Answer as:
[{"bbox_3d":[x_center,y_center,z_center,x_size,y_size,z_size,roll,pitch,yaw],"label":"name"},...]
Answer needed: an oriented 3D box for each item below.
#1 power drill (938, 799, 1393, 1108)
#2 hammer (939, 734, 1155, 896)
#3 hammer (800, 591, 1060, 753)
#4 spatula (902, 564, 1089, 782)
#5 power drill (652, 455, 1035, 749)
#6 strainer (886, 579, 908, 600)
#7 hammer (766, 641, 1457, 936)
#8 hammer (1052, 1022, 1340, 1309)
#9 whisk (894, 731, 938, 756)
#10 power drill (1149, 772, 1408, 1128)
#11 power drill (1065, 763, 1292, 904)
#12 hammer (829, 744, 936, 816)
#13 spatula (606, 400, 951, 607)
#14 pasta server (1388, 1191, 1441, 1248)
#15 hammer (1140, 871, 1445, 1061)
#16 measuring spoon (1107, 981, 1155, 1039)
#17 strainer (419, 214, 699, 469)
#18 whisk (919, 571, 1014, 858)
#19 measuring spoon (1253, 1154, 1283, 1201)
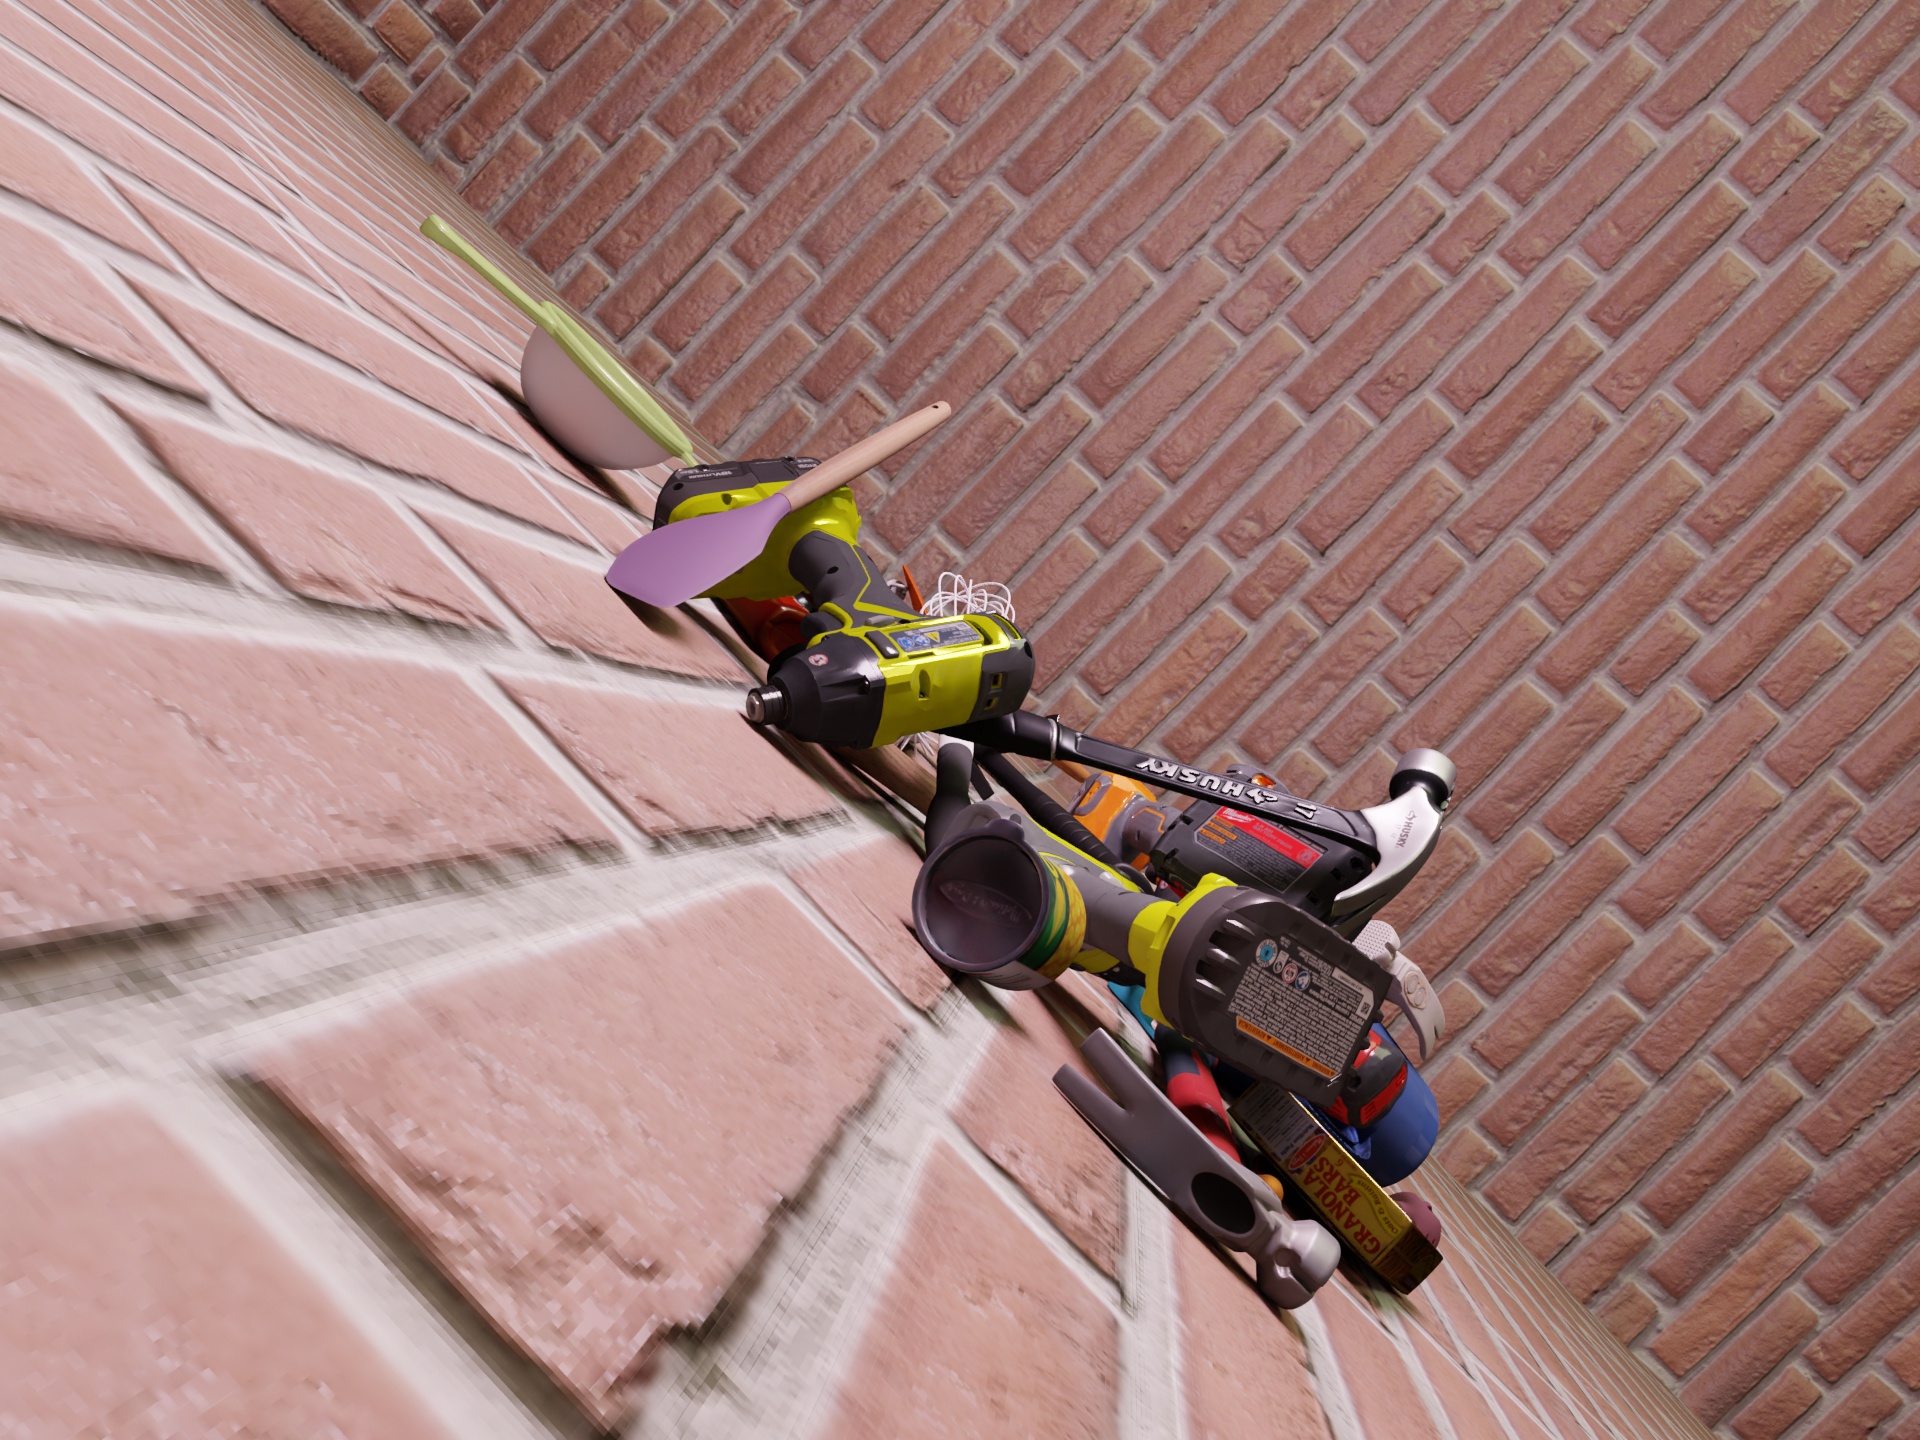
[{"bbox_3d":[0.113,0.124,0.851,0.190,0.080,0.229,32,-8,-32],"label":"power drill"},{"bbox_3d":[0.062,0.069,1.313,0.146,0.035,0.335,57,-8,-36],"label":"hammer"},{"bbox_3d":[-0.072,-0.071,1.494,0.358,0.037,0.149,37,-29,-30],"label":"hammer"},{"bbox_3d":[0.035,-0.019,1.320,0.322,0.041,0.081,38,22,-49],"label":"spatula"},{"bbox_3d":[-0.086,-0.067,0.930,0.171,0.080,0.223,-12,41,-35],"label":"power drill"},{"bbox_3d":[-0.085,-0.081,1.331,0.086,0.050,0.258,21,-15,-13],"label":"strainer"},{"bbox_3d":[0.068,0.020,0.925,0.409,0.149,0.036,16,-51,21],"label":"hammer"},{"bbox_3d":[0.116,0.195,0.868,0.143,0.038,0.386,43,3,4],"label":"hammer"},{"bbox_3d":[-0.038,0.006,1.318,0.058,0.059,0.246,48,-2,0],"label":"whisk"},{"bbox_3d":[0.185,0.141,0.998,0.188,0.080,0.226,31,-27,42],"label":"power drill"},{"bbox_3d":[0.155,0.114,1.301,0.084,0.164,0.226,43,-21,-20],"label":"power drill"},{"bbox_3d":[0.030,0.090,1.085,0.331,0.031,0.130,39,-6,-37],"label":"hammer"},{"bbox_3d":[-0.093,-0.137,0.943,0.060,0.018,0.316,26,39,21],"label":"spatula"},{"bbox_3d":[0.321,0.380,1.218,0.060,0.040,0.316,46,8,31],"label":"pasta server"},{"bbox_3d":[0.227,0.177,1.374,0.411,0.038,0.146,17,-30,50],"label":"hammer"},{"bbox_3d":[0.141,0.211,1.104,0.042,0.021,0.129,43,2,-27],"label":"measuring spoon"},{"bbox_3d":[-0.297,-0.251,1.124,0.256,0.069,0.152,40,8,-49],"label":"strainer"},{"bbox_3d":[-0.003,-0.003,1.023,0.070,0.070,0.285,43,30,-27],"label":"whisk"},{"bbox_3d":[0.190,0.277,0.974,0.021,0.011,0.117,45,3,13],"label":"measuring spoon"}]
